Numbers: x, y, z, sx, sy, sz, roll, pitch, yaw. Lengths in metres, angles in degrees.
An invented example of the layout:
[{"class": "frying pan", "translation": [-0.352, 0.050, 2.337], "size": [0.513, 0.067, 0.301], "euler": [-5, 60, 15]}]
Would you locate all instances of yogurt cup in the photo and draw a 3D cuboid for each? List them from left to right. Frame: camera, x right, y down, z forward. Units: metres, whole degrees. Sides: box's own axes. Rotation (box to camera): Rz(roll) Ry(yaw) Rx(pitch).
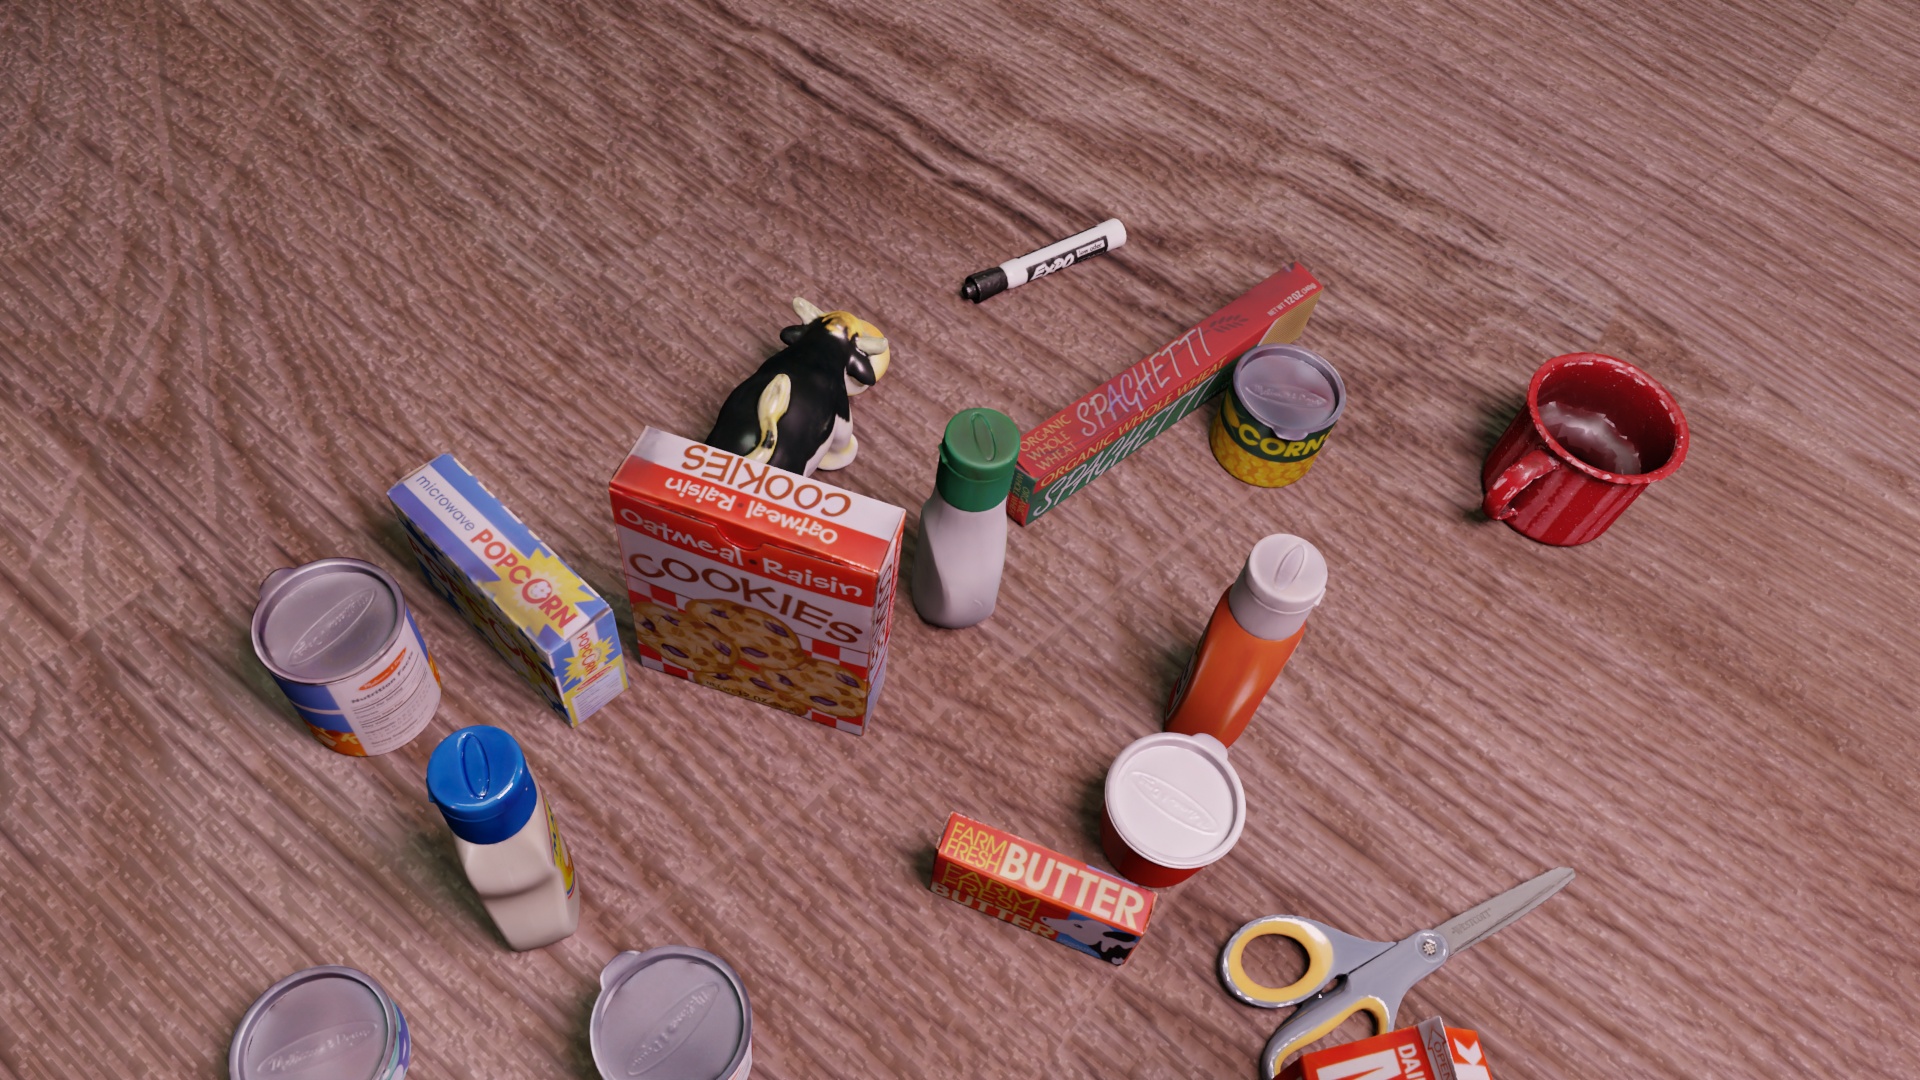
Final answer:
[{"class": "yogurt cup", "translation": [0.100, 0.135, 0.681], "size": [0.072, 0.053, 0.073], "euler": [3, 57, -5]}]

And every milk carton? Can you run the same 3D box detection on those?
[{"class": "milk carton", "translation": [0.159, 0.243, 0.538], "size": [0.073, 0.189, 0.072], "euler": [-4, 58, -10]}]

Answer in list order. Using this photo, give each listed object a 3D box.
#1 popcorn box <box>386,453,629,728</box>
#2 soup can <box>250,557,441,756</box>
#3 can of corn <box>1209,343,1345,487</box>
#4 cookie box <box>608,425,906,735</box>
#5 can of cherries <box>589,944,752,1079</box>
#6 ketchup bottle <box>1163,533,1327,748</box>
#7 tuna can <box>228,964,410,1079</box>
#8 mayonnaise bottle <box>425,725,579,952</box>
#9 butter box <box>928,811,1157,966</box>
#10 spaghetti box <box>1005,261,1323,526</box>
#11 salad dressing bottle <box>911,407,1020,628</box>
[{"class": "popcorn box", "translation": [-0.224, 0.025, 0.692], "size": [0.127, 0.084, 0.038], "euler": [40, 62, 17]}, {"class": "soup can", "translation": [-0.293, 0.056, 0.664], "size": [0.071, 0.083, 0.072], "euler": [3, 57, -5]}, {"class": "can of corn", "translation": [0.186, -0.071, 0.822], "size": [0.071, 0.058, 0.071], "euler": [3, 57, -5]}, {"class": "cookie box", "translation": [-0.095, 0.026, 0.659], "size": [0.123, 0.166, 0.040], "euler": [18, 57, 4]}, {"class": "can of cherries", "translation": [-0.124, 0.213, 0.599], "size": [0.071, 0.058, 0.072], "euler": [3, 57, -5]}, {"class": "ketchup bottle", "translation": [0.141, 0.051, 0.684], "size": [0.043, 0.148, 0.065], "euler": [29, 59, 11]}, {"class": "tuna can", "translation": [-0.271, 0.221, 0.591], "size": [0.071, 0.032, 0.071], "euler": [3, 57, -5]}, {"class": "mayonnaise bottle", "translation": [-0.193, 0.126, 0.594], "size": [0.041, 0.147, 0.065], "euler": [-14, 61, -15]}, {"class": "butter box", "translation": [0.037, 0.165, 0.654], "size": [0.103, 0.052, 0.024], "euler": [21, 58, 6]}, {"class": "spaghetti box", "translation": [0.121, -0.091, 0.831], "size": [0.251, 0.050, 0.029], "euler": [-34, 67, -25]}, {"class": "salad dressing bottle", "translation": [0.003, -0.009, 0.705], "size": [0.044, 0.147, 0.064], "euler": [-8, 59, -12]}]
